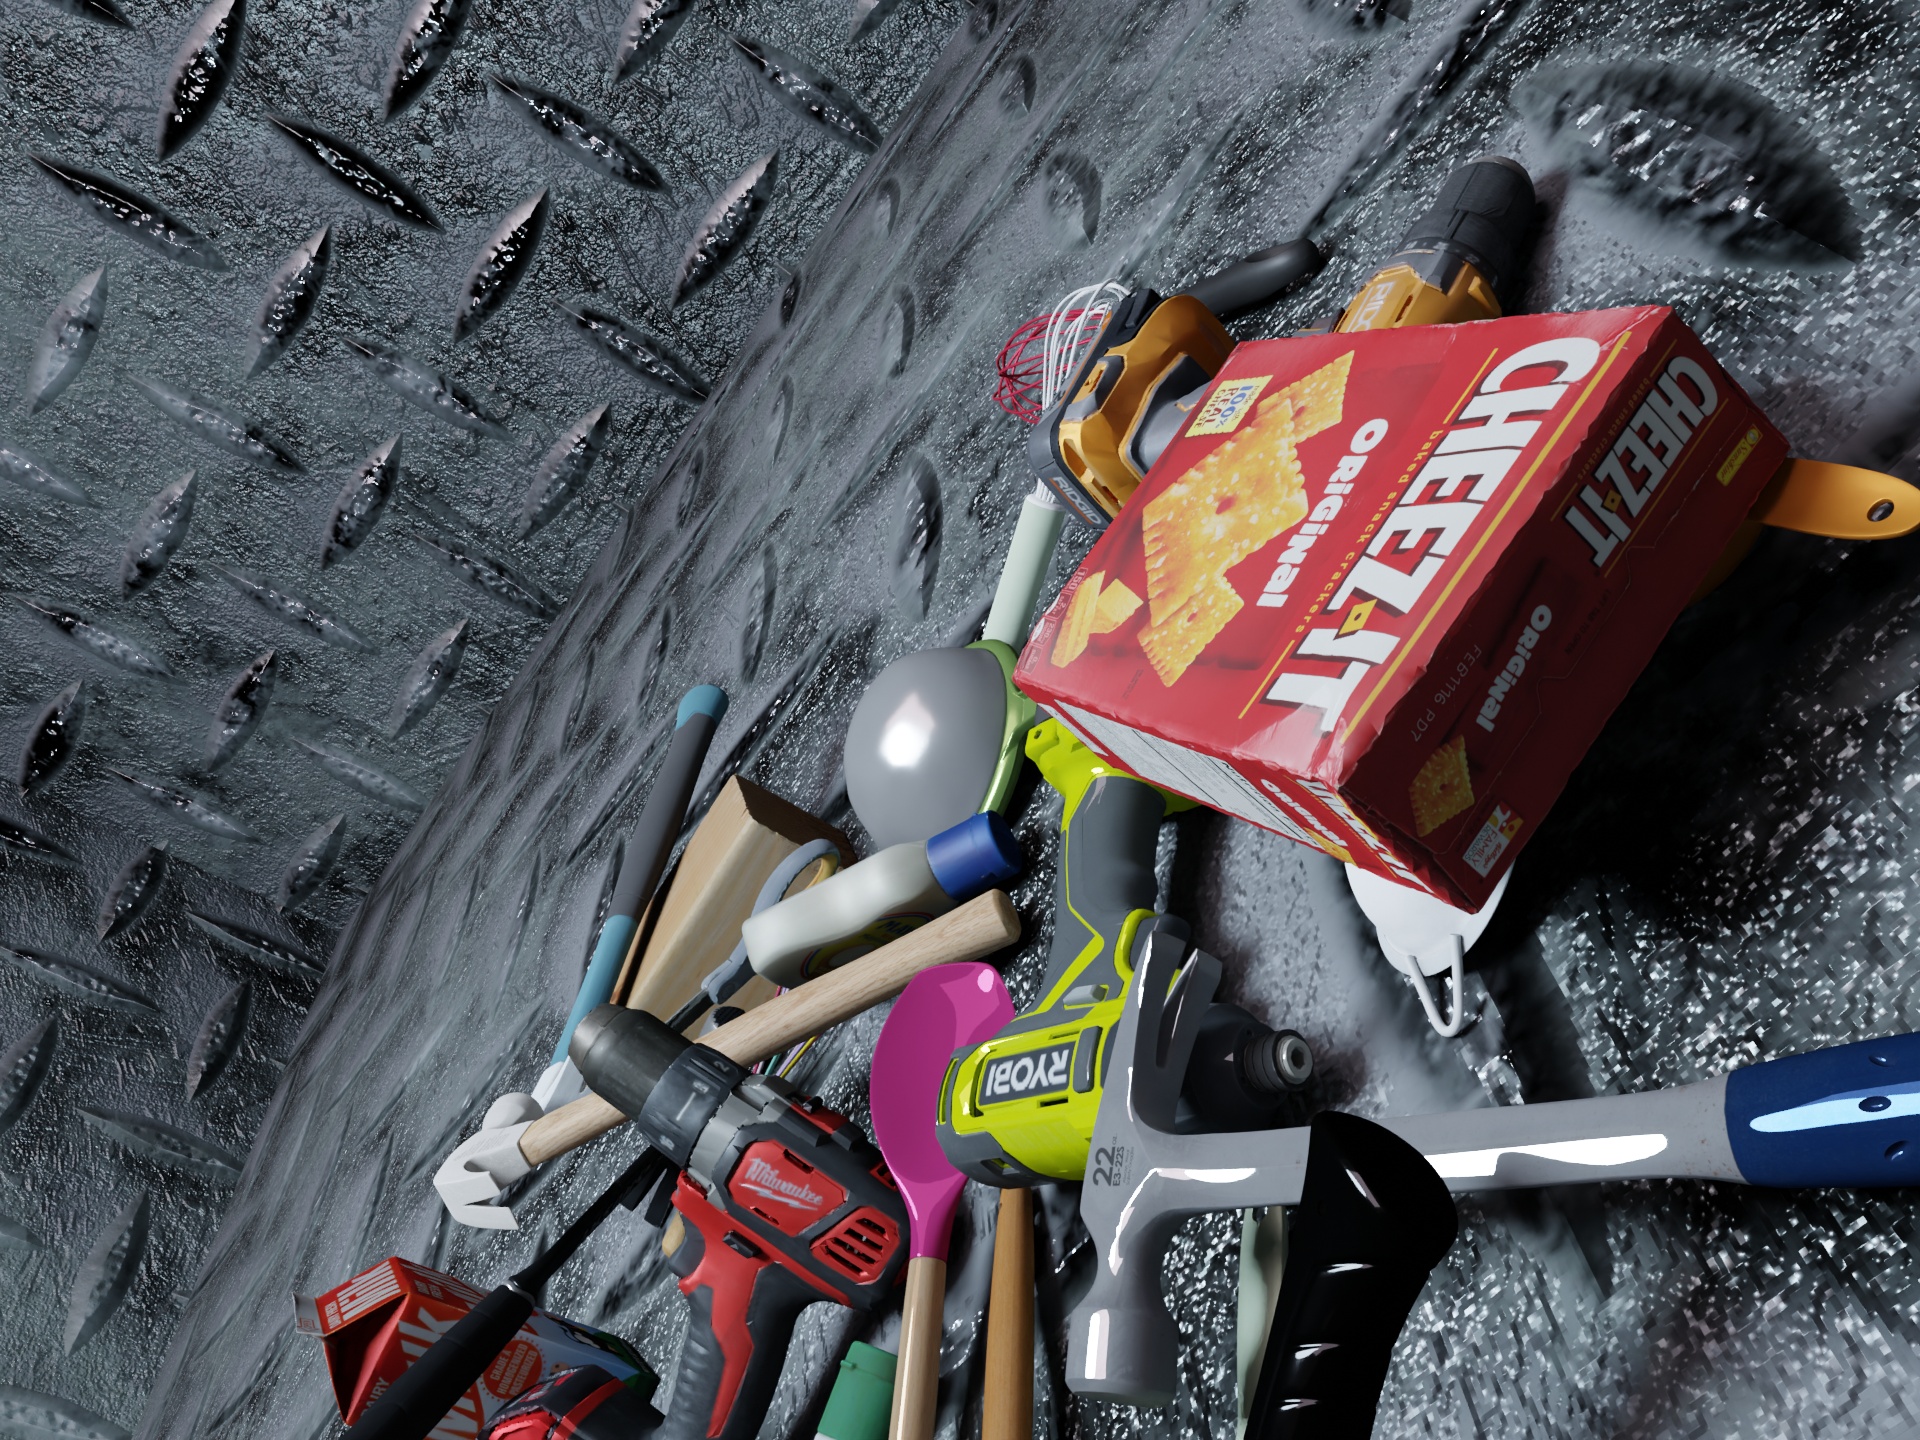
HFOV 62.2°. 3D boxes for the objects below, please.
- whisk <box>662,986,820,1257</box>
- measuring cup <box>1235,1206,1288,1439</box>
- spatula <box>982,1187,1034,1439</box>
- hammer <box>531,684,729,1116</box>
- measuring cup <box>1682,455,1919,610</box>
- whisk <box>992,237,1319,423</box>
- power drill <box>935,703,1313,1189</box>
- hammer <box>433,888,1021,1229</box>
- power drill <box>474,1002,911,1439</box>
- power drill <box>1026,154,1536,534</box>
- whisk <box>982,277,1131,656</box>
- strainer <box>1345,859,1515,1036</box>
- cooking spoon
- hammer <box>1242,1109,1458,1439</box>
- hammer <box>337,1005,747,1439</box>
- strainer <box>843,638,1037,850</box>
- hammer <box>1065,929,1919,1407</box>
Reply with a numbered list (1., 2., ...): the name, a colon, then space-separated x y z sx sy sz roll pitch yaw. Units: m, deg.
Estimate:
1. whisk: -0.107 0.204 0.915 0.245 0.047 0.051 -63 9 2
2. measuring cup: 0.078 0.214 0.485 0.083 0.038 0.168 -36 33 46
3. spatula: 0.005 0.265 0.521 0.323 0.041 0.081 -82 4 -64
4. hammer: -0.212 0.118 1.014 0.128 0.033 0.331 -34 34 49
5. measuring cup: 0.235 -0.063 0.490 0.095 0.052 0.174 -58 23 3
6. whisk: 0.113 -0.245 0.999 0.296 0.073 0.073 -9 53 56
7. power drill: 0.078 0.069 0.634 0.171 0.080 0.223 -26 42 47
8. hammer: -0.121 0.169 0.805 0.331 0.031 0.130 -27 9 9
9. power drill: -0.136 0.257 0.718 0.226 0.188 0.080 -60 -13 4
10. power drill: 0.155 -0.176 0.756 0.226 0.084 0.185 1 54 54
11. whisk: 0.052 -0.134 0.922 0.059 0.058 0.246 -24 -45 -62
12. strainer: 0.177 -0.013 0.571 0.259 0.050 0.087 -68 8 -30
13. cooking spoon: -0.016 0.243 0.635 0.069 0.017 0.319 -8 53 20
14. hammer: 0.058 0.261 0.383 0.146 0.035 0.335 4 77 68
15. hammer: -0.218 0.286 0.809 0.149 0.036 0.409 -63 -9 20
16. strainer: -0.001 -0.003 0.863 0.256 0.069 0.152 -38 40 53
17. hammer: 0.174 0.091 0.377 0.405 0.035 0.144 -24 49 47
